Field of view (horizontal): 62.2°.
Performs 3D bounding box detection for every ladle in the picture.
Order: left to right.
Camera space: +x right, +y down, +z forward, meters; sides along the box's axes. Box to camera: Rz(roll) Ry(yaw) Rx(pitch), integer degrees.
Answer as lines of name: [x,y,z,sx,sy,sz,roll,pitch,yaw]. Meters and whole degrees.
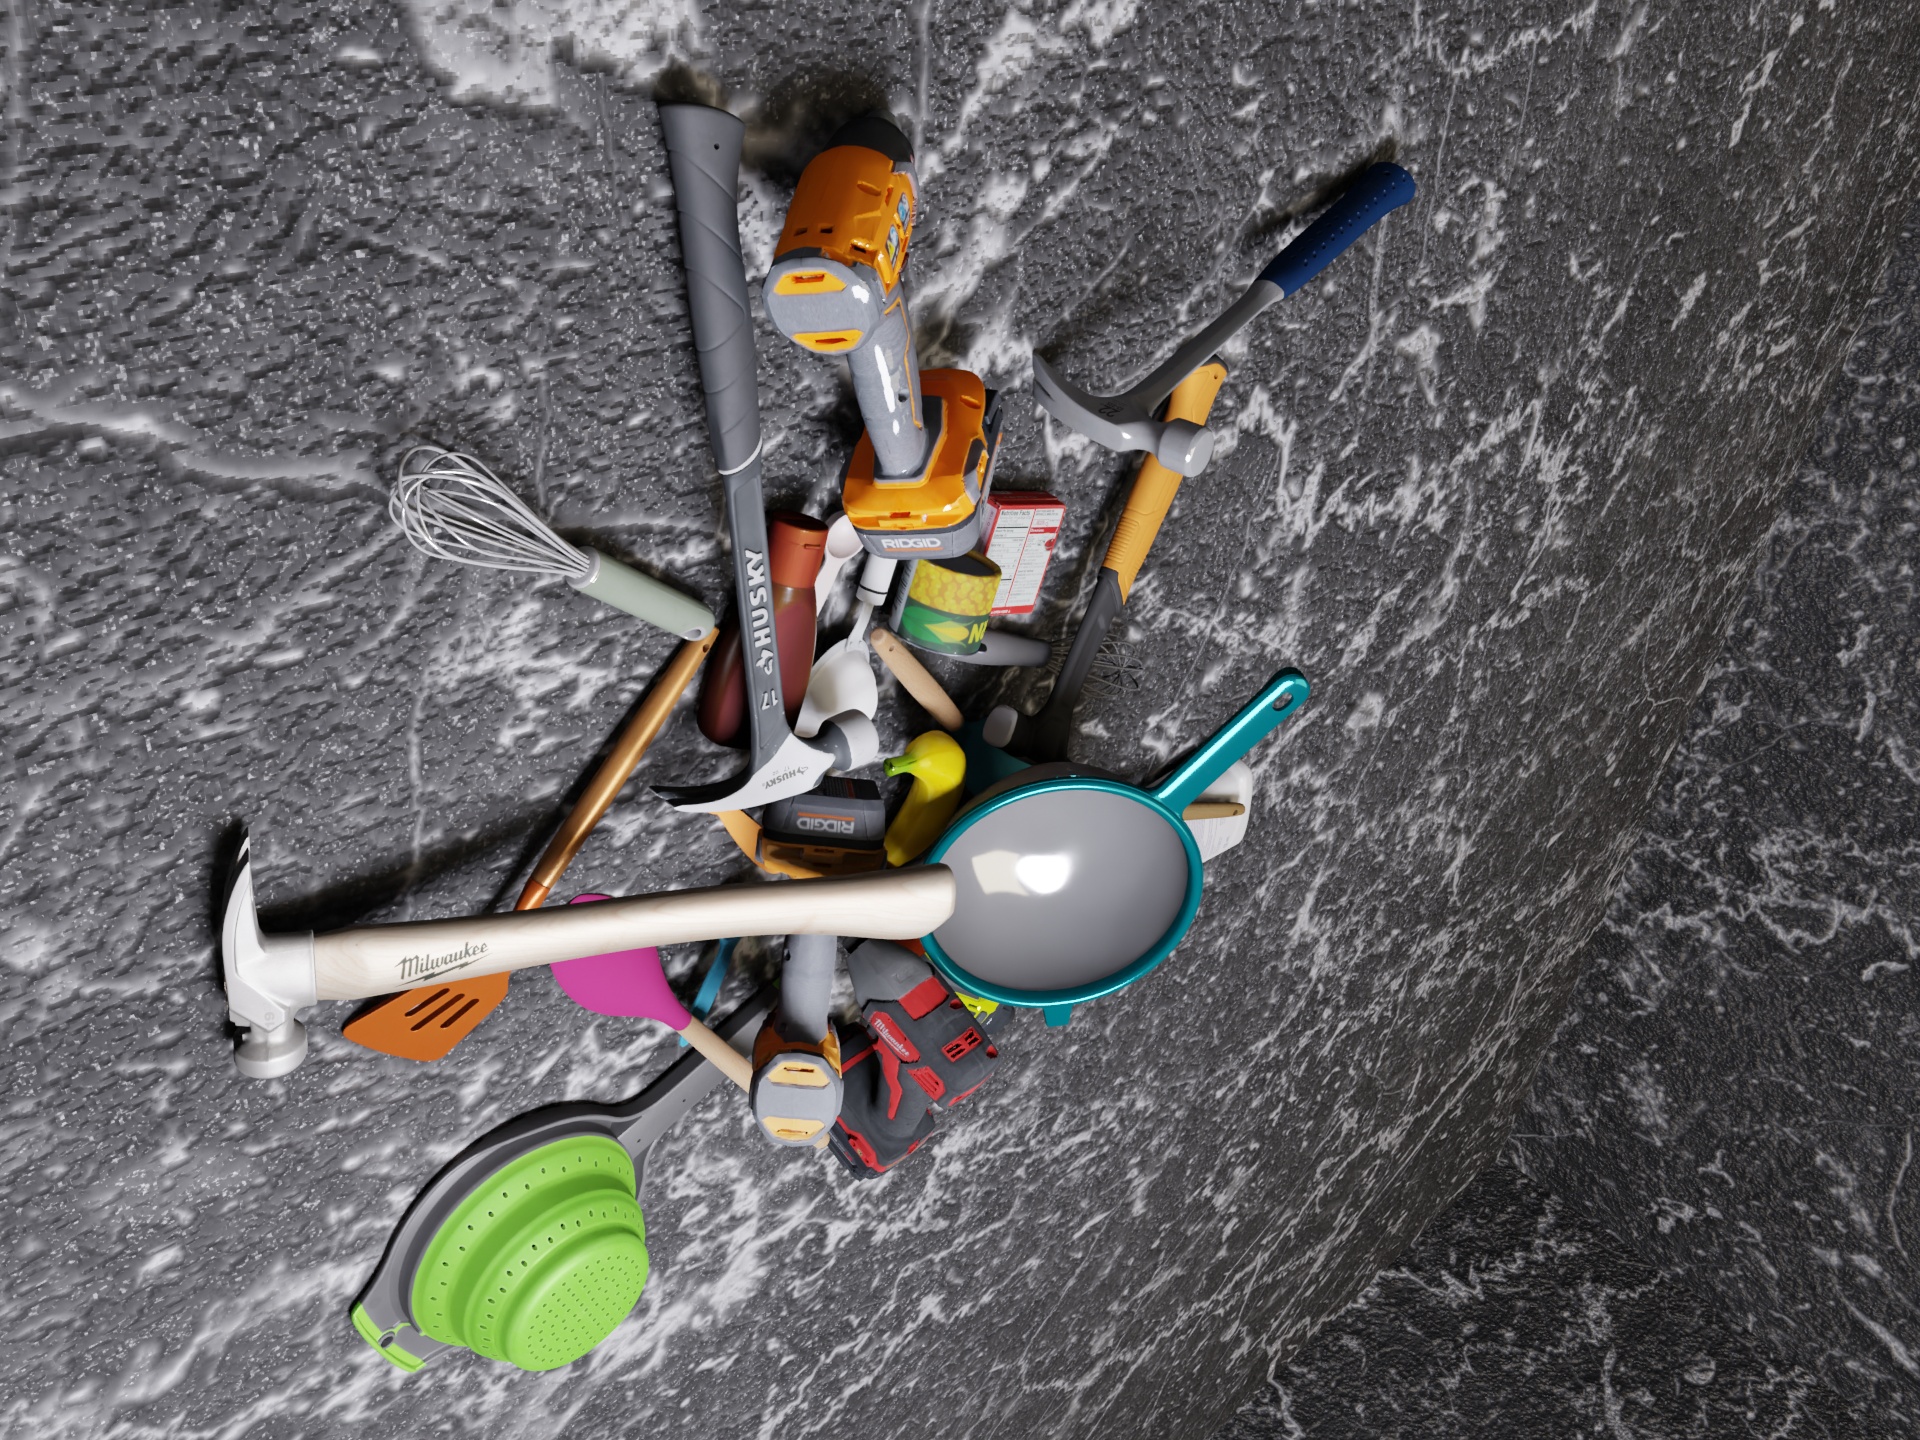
ladle: [0.135,0.080,1.377,0.315,0.031,0.069,1,119,-37]

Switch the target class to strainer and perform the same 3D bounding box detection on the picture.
strainer: [-0.060,-0.075,1.051,0.087,0.050,0.258,-14,126,-63]
strainer: [0.110,0.063,1.156,0.210,0.095,0.340,37,110,-27]

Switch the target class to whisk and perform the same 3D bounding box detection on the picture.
whisk: [-0.209,-0.086,0.856,0.058,0.059,0.246,-18,159,23]
whisk: [0.062,-0.049,1.215,0.238,0.055,0.055,6,113,-48]

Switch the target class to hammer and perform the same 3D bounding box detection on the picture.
hammer: [-0.195,0.109,0.905,0.410,0.038,0.146,-4,124,-23]
hammer: [-0.125,-0.128,0.880,0.149,0.036,0.408,-25,126,-33]
hammer: [0.128,-0.117,1.198,0.127,0.034,0.337,24,88,-43]
hammer: [0.210,-0.307,1.144,0.405,0.144,0.035,-44,147,-33]

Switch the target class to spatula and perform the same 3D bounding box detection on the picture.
spatula: [-0.245,0.073,0.960,0.322,0.041,0.081,-57,145,-6]
spatula: [-0.002,-0.004,1.149,0.082,0.044,0.317,-58,157,-7]

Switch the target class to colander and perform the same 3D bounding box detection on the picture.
colander: [-0.226,0.326,1.126,0.397,0.095,0.204,-40,143,-22]

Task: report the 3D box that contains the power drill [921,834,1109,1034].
power drill: [0.050,0.173,1.320,0.223,0.080,0.171,-45,142,12]

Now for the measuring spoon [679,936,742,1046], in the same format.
measuring spoon: [-0.178,0.171,1.121,0.042,0.021,0.128,2,116,-62]

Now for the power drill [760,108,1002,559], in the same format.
power drill: [-0.038,-0.218,0.897,0.226,0.084,0.164,69,27,-51]

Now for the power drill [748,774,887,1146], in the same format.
power drill: [-0.103,0.152,1.080,0.185,0.084,0.226,-138,-126,-82]

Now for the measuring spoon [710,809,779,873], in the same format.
measuring spoon: [-0.145,0.079,1.096,0.021,0.011,0.116,-48,145,-12]

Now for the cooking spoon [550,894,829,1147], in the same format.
cooking spoon: [-0.178,0.221,1.104,0.069,0.017,0.318,-57,134,-22]

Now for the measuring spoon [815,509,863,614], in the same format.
measuring spoon: [-0.098,-0.083,1.023,0.034,0.018,0.124,9,117,-51]

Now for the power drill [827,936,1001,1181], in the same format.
power drill: [-0.058,0.250,1.198,0.078,0.143,0.219,-31,162,-34]
